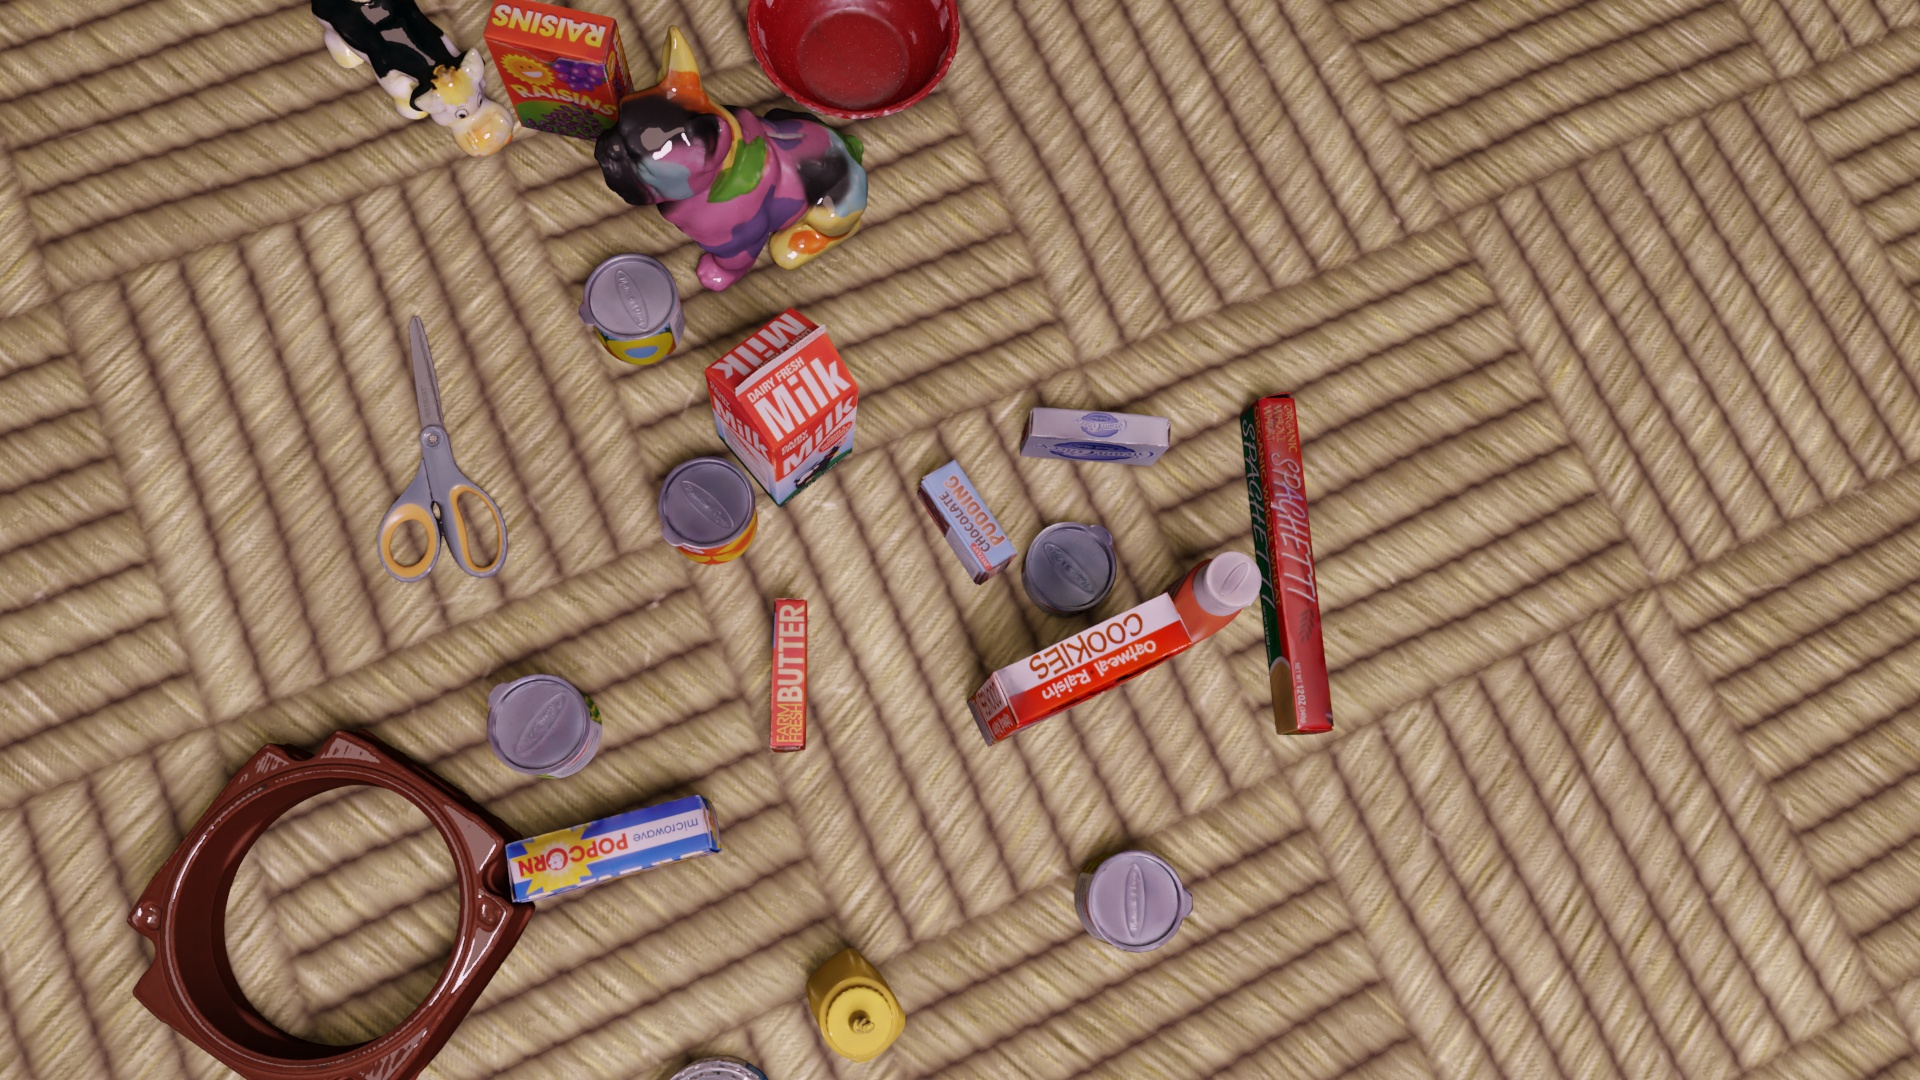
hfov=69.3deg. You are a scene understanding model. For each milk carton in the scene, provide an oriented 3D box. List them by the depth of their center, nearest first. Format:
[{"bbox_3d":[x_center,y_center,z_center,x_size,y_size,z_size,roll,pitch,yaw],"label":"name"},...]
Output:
[{"bbox_3d":[-0.119,-0.092,0.936,0.072,0.190,0.073,-39,84,-12],"label":"milk carton"}]

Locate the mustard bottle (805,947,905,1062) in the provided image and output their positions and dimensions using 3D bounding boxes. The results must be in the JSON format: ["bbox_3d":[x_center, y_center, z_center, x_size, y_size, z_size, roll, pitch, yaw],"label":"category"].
[{"bbox_3d":[-0.065,0.293,0.866,0.049,0.160,0.065,-38,84,-12],"label":"mustard bottle"}]

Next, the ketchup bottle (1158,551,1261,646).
[{"bbox_3d":[0.168,0.040,0.955,0.043,0.148,0.065,38,77,4],"label":"ketchup bottle"}]

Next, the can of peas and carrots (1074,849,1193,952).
[{"bbox_3d":[0.117,0.245,0.948,0.071,0.058,0.071,1,77,-5],"label":"can of peas and carrots"}]

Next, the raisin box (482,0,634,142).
[{"bbox_3d":[-0.288,-0.339,1.012,0.086,0.123,0.040,12,77,-3],"label":"raisin box"}]

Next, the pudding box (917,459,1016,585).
[{"bbox_3d":[0.004,-0.013,1.002,0.030,0.049,0.084,-32,82,-11],"label":"pudding box"}]

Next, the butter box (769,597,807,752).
[{"bbox_3d":[-0.118,0.094,0.963,0.024,0.053,0.103,1,77,-5],"label":"butter box"}]

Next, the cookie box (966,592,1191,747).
[{"bbox_3d":[0.074,0.090,0.924,0.123,0.167,0.040,-24,81,-10],"label":"cookie box"}]

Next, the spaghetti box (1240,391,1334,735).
[{"bbox_3d":[0.238,0.017,1.018,0.029,0.050,0.250,-2,77,-6],"label":"spaghetti box"}]

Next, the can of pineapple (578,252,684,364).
[{"bbox_3d":[-0.238,-0.167,1.010,0.071,0.057,0.071,1,77,-5],"label":"can of pineapple"}]

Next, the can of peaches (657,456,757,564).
[{"bbox_3d":[-0.179,-0.018,0.981,0.071,0.058,0.071,1,77,-5],"label":"can of peaches"}]

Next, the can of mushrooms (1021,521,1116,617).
[{"bbox_3d":[0.080,0.020,1.010,0.071,0.033,0.071,1,77,-5],"label":"can of mushrooms"}]

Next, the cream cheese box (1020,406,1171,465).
[{"bbox_3d":[0.098,-0.076,1.024,0.104,0.053,0.024,4,77,-5],"label":"cream cheese box"}]

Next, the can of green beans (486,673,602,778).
[{"bbox_3d":[-0.279,0.126,0.937,0.071,0.057,0.071,1,77,-5],"label":"can of green beans"}]

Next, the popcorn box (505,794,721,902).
[{"bbox_3d":[-0.224,0.202,0.911,0.127,0.085,0.038,-13,79,-9],"label":"popcorn box"}]
